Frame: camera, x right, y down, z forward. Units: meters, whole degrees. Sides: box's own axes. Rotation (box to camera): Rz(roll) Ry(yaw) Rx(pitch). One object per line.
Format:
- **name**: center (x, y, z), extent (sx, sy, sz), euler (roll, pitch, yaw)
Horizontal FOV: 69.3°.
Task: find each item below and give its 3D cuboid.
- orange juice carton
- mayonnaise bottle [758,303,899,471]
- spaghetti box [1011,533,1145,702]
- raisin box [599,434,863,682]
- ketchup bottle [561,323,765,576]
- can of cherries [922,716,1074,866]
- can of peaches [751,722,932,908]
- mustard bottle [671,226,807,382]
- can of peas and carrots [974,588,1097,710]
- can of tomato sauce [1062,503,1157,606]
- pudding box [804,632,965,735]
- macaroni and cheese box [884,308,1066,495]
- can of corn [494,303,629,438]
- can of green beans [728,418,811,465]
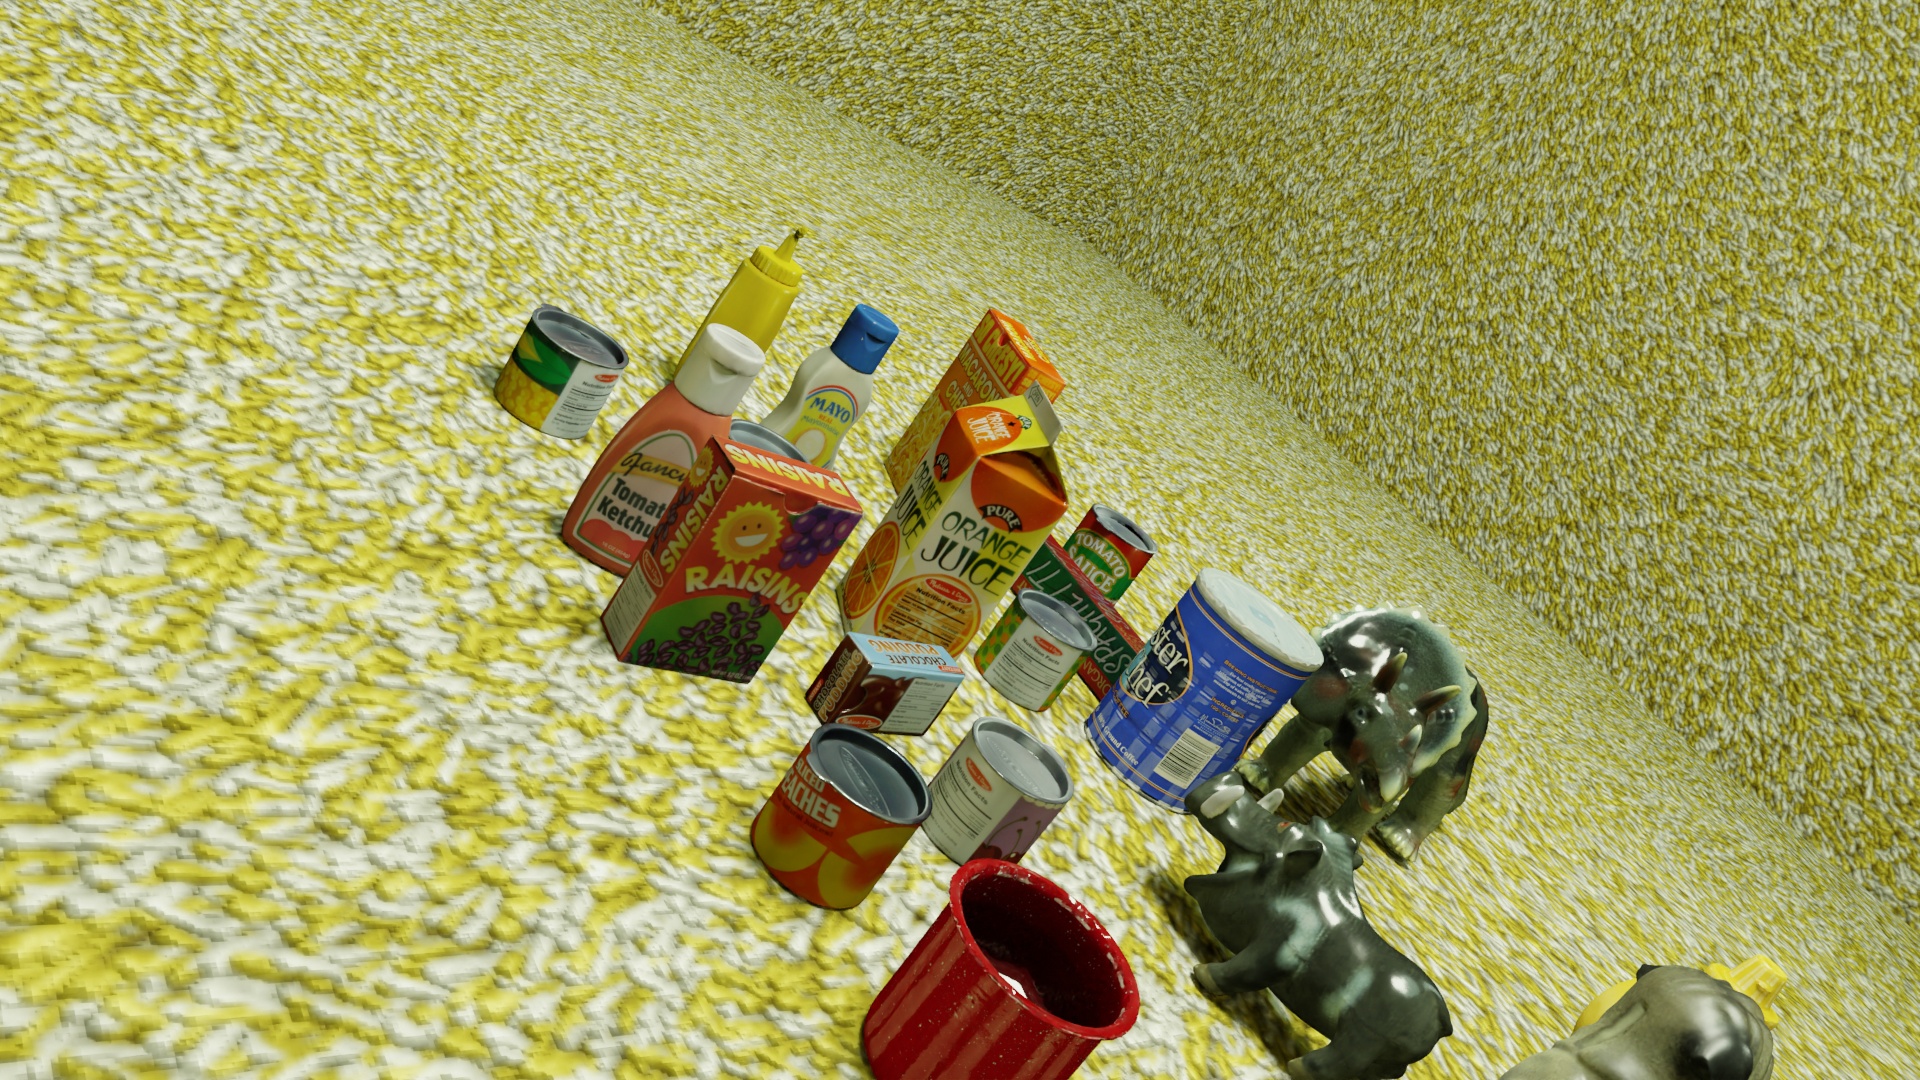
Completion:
- **orange juice carton**: center (0.003, -0.011, 0.885), extent (0.073, 0.192, 0.072), euler (27, 20, -24)
- **mayonnaise bottle**: center (-0.098, -0.100, 1.001), extent (0.065, 0.147, 0.041), euler (25, 21, -28)
- **spaghetti box**: center (0.074, 0.038, 1.109), extent (0.029, 0.050, 0.251), euler (17, 25, -43)
- **raisin box**: center (-0.120, 0.013, 0.726), extent (0.086, 0.123, 0.040), euler (18, 25, -42)
- **ketchup bottle**: center (-0.160, -0.050, 0.770), extent (0.065, 0.148, 0.044), euler (30, 19, -16)
- **can of cherries**: center (0.020, 0.140, 0.755), extent (0.071, 0.058, 0.072), euler (31, 19, -12)
- **can of peaches**: center (-0.058, 0.128, 0.650), extent (0.071, 0.058, 0.071), euler (31, 19, -12)
- **mustard bottle**: center (-0.160, -0.172, 1.052), extent (0.049, 0.159, 0.065), euler (35, 18, 1)
- **can of peas and carrots**: center (0.052, 0.075, 0.967), extent (0.071, 0.058, 0.071), euler (31, 19, -12)
- **can of tomato sauce**: center (0.114, 0.021, 1.166), extent (0.071, 0.083, 0.071), euler (31, 19, -12)
- **pudding box**: center (-0.042, 0.083, 0.800), extent (0.084, 0.049, 0.030), euler (13, 28, -48)
- **macaroni and cheese box**: center (0.007, -0.093, 1.135), extent (0.040, 0.166, 0.124), euler (25, 21, -28)
- **can of corn**: center (-0.257, -0.108, 0.890), extent (0.071, 0.058, 0.071), euler (31, 19, -12)
- **can of green beans**: center (-0.140, -0.038, 0.919), extent (0.071, 0.057, 0.071), euler (31, 19, -12)
